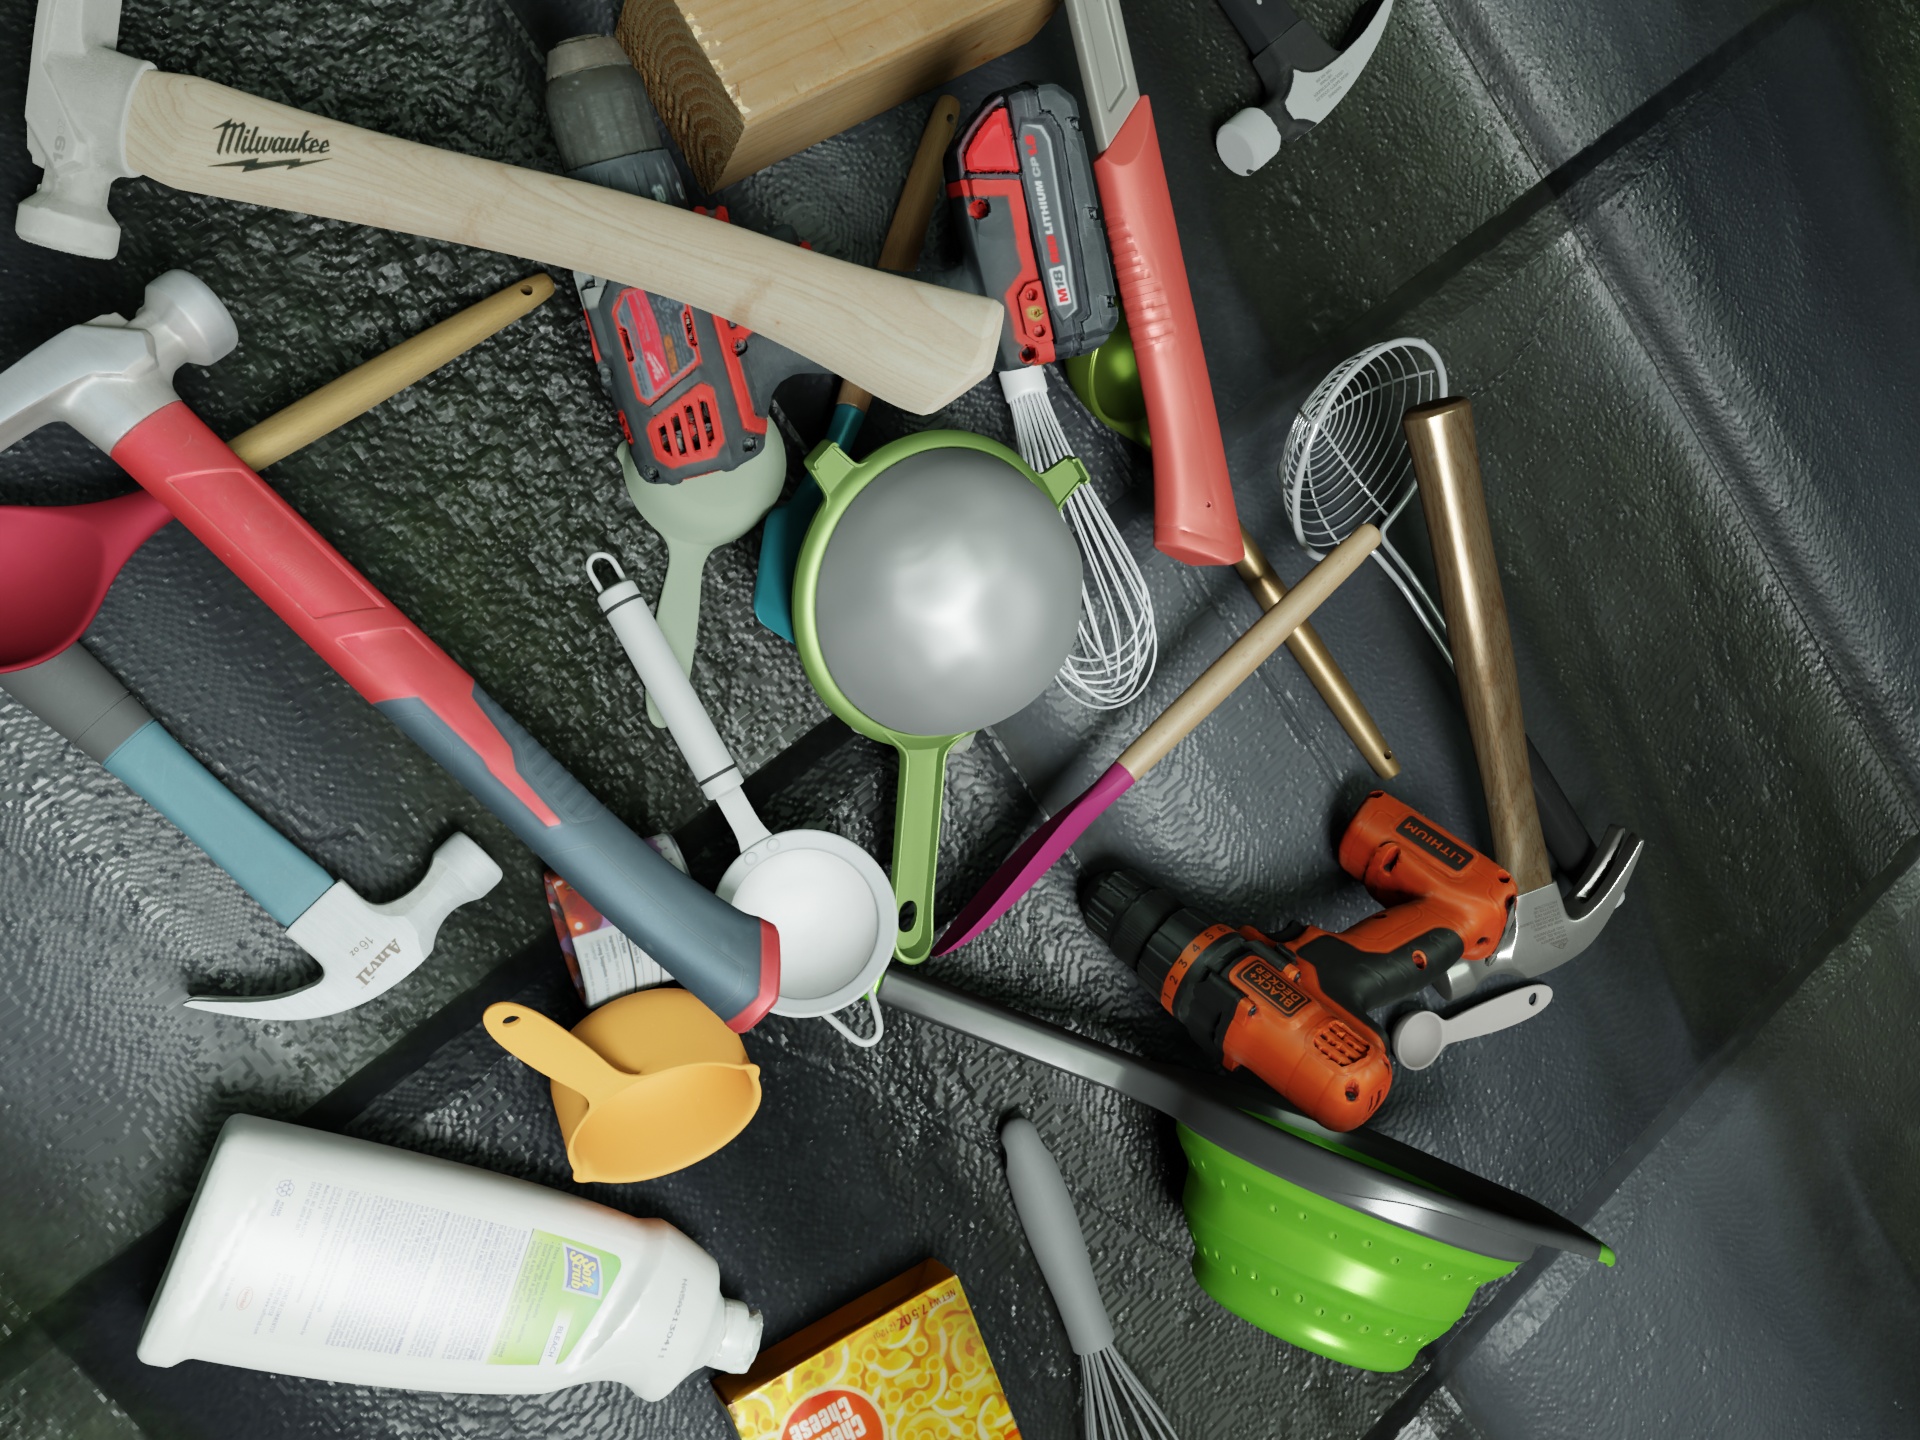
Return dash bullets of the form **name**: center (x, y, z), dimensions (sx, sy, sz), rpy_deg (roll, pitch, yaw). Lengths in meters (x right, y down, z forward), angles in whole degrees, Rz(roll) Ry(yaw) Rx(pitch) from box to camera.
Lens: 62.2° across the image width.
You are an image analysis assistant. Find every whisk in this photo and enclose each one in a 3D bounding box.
- **whisk**: center (0.066, 0.314, 0.802), dimensions (0.055, 0.055, 0.239), rpy_deg (-20, 89, -21)
- **whisk**: center (0.040, -0.143, 0.820), dimensions (0.070, 0.070, 0.284), rpy_deg (-15, 87, -21)

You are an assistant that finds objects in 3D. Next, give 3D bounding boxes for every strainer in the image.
- **strainer**: center (-0.106, 0.035, 0.739), dimensions (0.087, 0.050, 0.258), rpy_deg (-29, 91, -14)
- **strainer**: center (-0.001, -0.002, 0.732), dimensions (0.151, 0.069, 0.256), rpy_deg (-2, 104, -33)

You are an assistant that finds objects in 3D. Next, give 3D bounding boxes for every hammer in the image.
- **hammer**: center (0.094, -0.253, 0.778), dimensions (0.149, 0.037, 0.359), rpy_deg (-19, 102, -23)
- **hammer**: center (-0.180, -0.215, 0.641), dimensions (0.410, 0.038, 0.146), rpy_deg (16, 102, 4)
- **hammer**: center (0.109, -0.476, 0.875), dimensions (0.146, 0.035, 0.334), rpy_deg (-43, 101, -17)
- **hammer**: center (-0.358, -0.002, 0.667), dimensions (0.331, 0.033, 0.128), rpy_deg (46, 72, -12)
- **hammer**: center (-0.229, -0.001, 0.646), dimensions (0.386, 0.038, 0.143), rpy_deg (45, 62, -8)
- **hammer**: center (0.289, -0.012, 0.860), dimensions (0.130, 0.031, 0.331), rpy_deg (-19, 108, -7)

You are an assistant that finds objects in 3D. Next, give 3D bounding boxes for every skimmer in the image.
- **skimmer**: center (0.294, -0.040, 0.888), dimensions (0.127, 0.090, 0.363), rpy_deg (-38, 100, -20)

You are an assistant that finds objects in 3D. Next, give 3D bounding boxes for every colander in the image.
- **colander**: center (0.101, 0.218, 0.768), dimensions (0.397, 0.204, 0.094), rpy_deg (21, 86, 0)

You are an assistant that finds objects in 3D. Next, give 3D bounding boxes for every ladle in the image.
- **ladle**: center (-0.301, -0.118, 0.680), dimensions (0.315, 0.031, 0.069), rpy_deg (-40, 98, -28)
- **ladle**: center (0.159, -0.096, 0.860), dimensions (0.078, 0.062, 0.320), rpy_deg (-42, 104, -25)

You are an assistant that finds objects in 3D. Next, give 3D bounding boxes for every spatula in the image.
- **spatula**: center (-0.039, -0.176, 0.786), dimensions (0.082, 0.044, 0.318), rpy_deg (28, 71, -40)

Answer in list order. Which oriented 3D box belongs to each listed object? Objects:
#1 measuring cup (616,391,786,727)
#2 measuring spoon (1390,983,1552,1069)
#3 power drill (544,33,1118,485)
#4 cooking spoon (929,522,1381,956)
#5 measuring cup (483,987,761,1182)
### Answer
- **measuring cup**: center (-0.127, -0.080, 0.756), dimensions (0.083, 0.038, 0.168), rpy_deg (11, 81, -20)
- **measuring spoon**: center (0.293, 0.171, 0.917), dimensions (0.124, 0.018, 0.034), rpy_deg (-11, 104, -28)
- **power drill**: center (-0.060, -0.217, 0.694), dimensions (0.226, 0.080, 0.187), rpy_deg (-15, 106, -4)
- **cooking spoon**: center (0.101, 0.009, 0.804), dimensions (0.319, 0.069, 0.017), rpy_deg (-44, 92, -9)
- **measuring cup**: center (-0.154, 0.139, 0.680), dimensions (0.095, 0.052, 0.173), rpy_deg (-33, 141, 2)
